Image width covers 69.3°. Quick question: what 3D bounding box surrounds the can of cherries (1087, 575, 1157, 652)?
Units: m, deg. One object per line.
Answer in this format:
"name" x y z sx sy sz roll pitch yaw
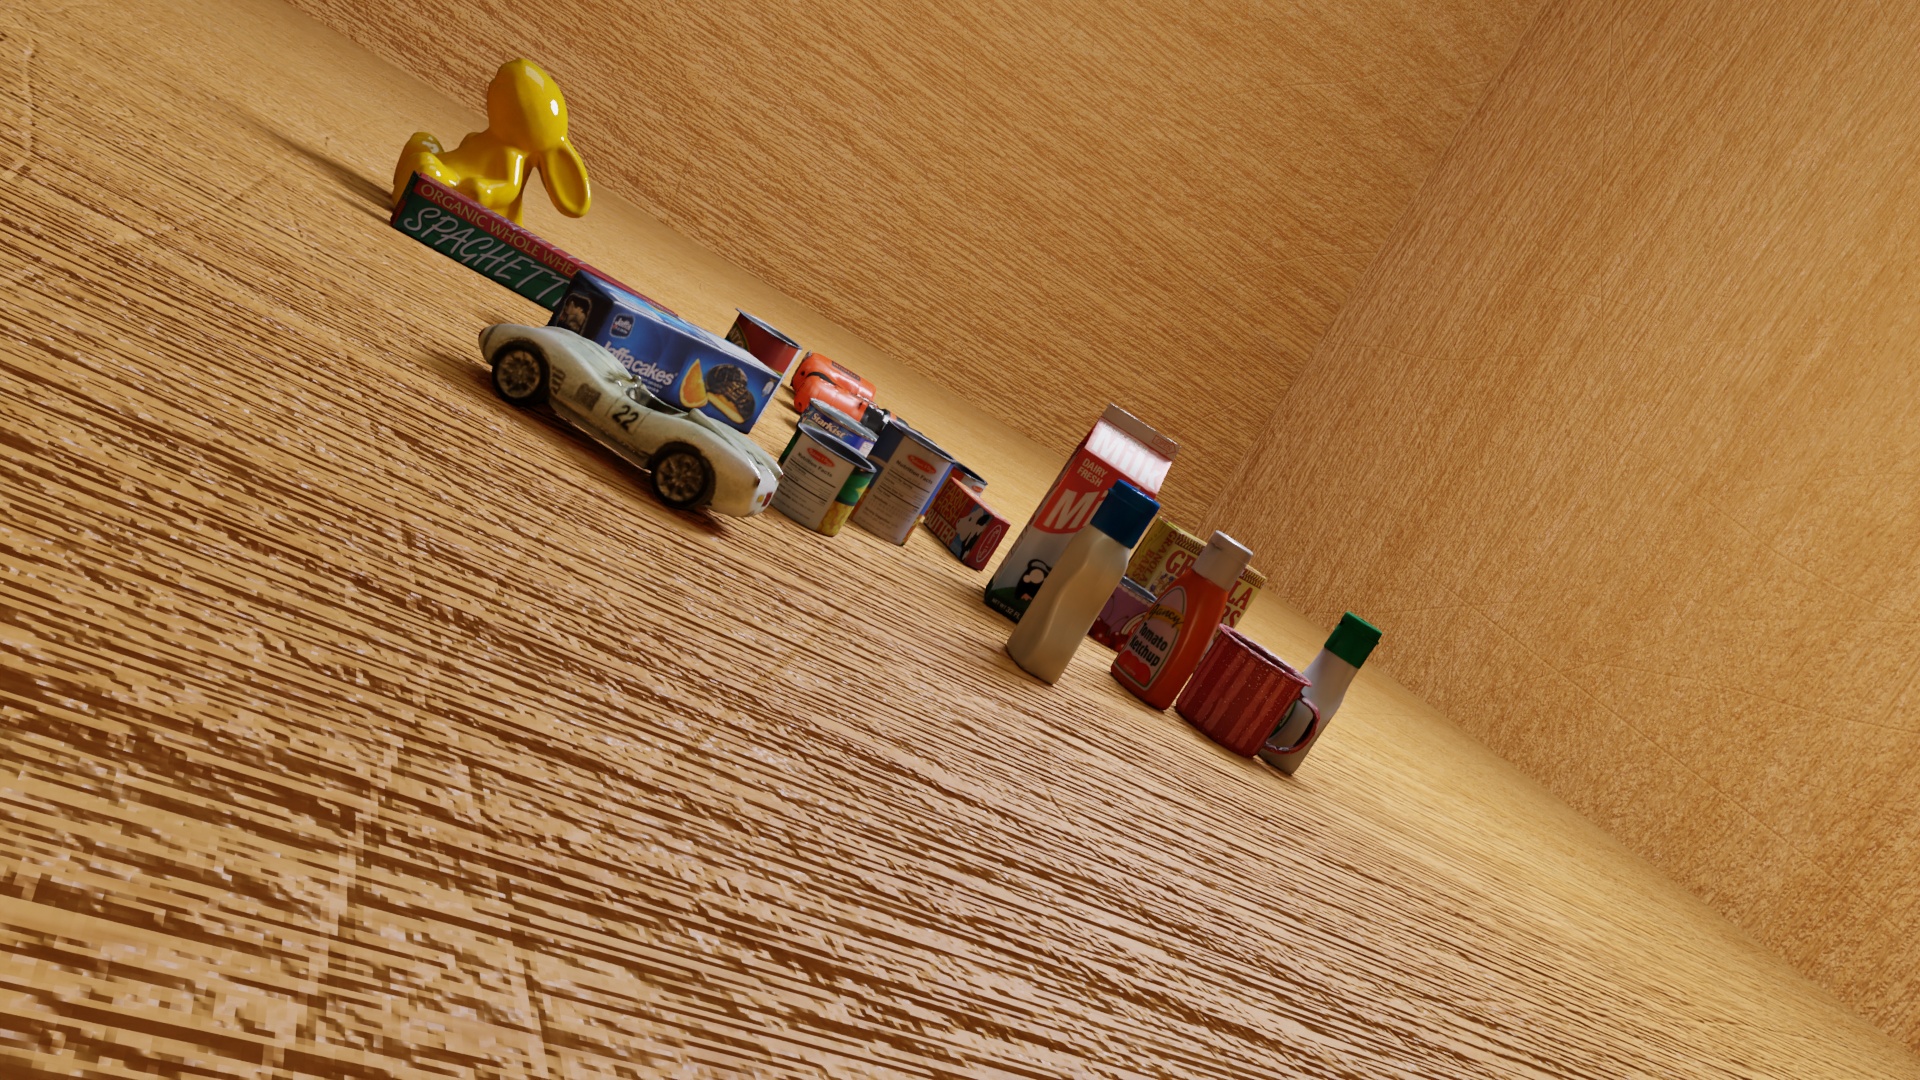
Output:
"can of cherries" 0.147 0.067 1.300 0.071 0.058 0.071 32 8 -5

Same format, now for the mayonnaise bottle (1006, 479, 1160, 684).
"mayonnaise bottle" 0.088 0.028 0.989 0.041 0.148 0.065 30 8 -15

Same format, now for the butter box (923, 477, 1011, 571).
"butter box" 0.005 -0.016 1.280 0.024 0.053 0.104 28 9 -31

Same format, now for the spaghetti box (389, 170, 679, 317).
"spaghetti box" -0.364 -0.233 1.204 0.250 0.050 0.029 28 9 -30

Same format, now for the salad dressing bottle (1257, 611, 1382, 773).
"salad dressing bottle" 0.312 0.132 1.213 0.044 0.147 0.064 33 7 2

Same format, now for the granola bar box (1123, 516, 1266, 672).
"granola bar box" 0.222 0.059 1.397 0.165 0.124 0.039 24 11 -45

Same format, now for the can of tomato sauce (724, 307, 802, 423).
"can of tomato sauce" -0.197 -0.160 1.279 0.071 0.083 0.071 32 8 -5

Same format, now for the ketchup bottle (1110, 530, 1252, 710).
"ketchup bottle" 0.185 0.063 1.141 0.043 0.148 0.065 27 9 -35

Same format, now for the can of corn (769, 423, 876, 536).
"can of corn" -0.104 -0.044 1.017 0.071 0.058 0.071 32 8 -5

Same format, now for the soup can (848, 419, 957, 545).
"soup can" -0.053 -0.048 1.145 0.071 0.083 0.071 32 8 -5

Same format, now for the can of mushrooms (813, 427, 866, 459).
"can of mushrooms" -0.111 -0.068 1.227 0.071 0.033 0.071 32 8 -5

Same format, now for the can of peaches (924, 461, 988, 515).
"can of peaches" -0.017 -0.052 1.397 0.071 0.058 0.071 32 8 -5

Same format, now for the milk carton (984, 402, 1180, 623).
"milk carton" 0.100 -0.015 1.140 0.072 0.190 0.073 32 7 -2
